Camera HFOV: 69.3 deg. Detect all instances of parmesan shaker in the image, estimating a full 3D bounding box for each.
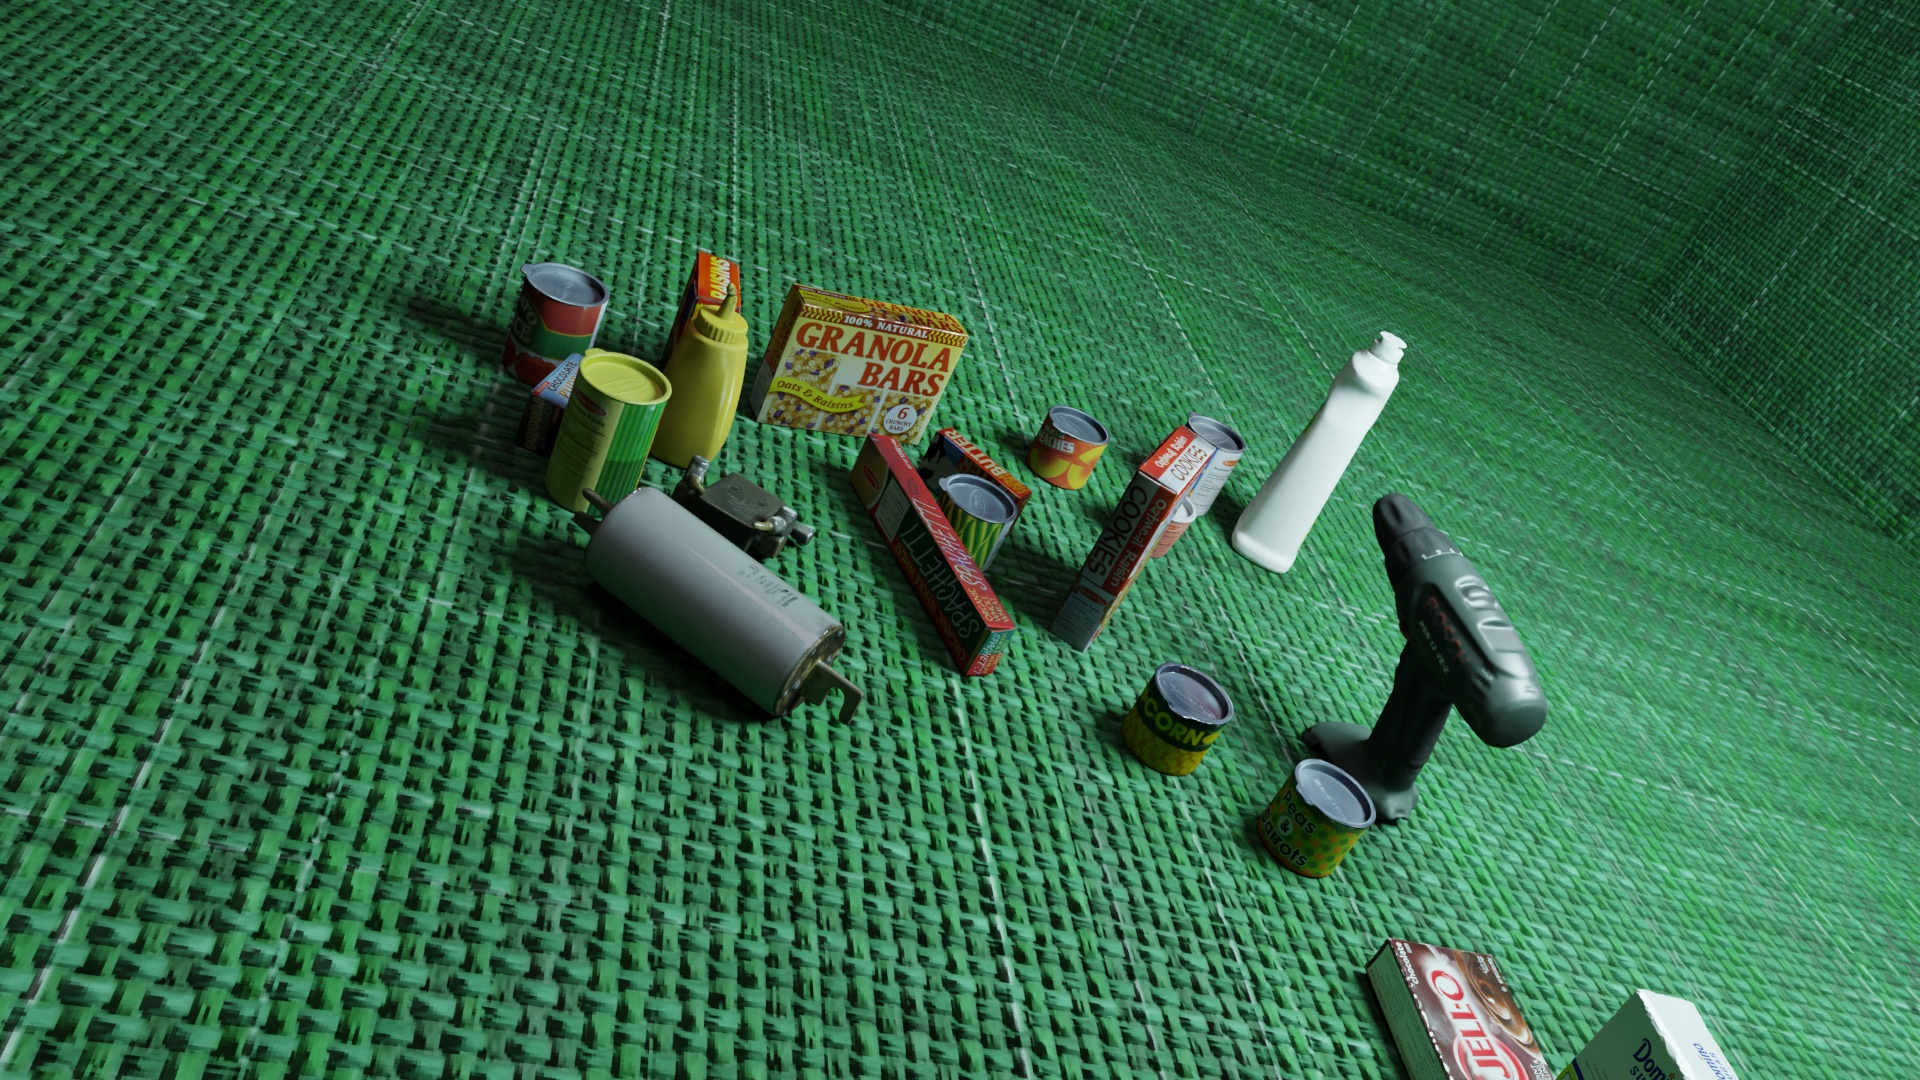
[{"bbox_3d":[-0.259,-0.078,1.010,0.071,0.102,0.072,20,30,-12],"label":"parmesan shaker"}]

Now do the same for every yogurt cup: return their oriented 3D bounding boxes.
[{"bbox_3d":[0.183,-0.020,1.320,0.072,0.053,0.073,20,30,-12],"label":"yogurt cup"}]

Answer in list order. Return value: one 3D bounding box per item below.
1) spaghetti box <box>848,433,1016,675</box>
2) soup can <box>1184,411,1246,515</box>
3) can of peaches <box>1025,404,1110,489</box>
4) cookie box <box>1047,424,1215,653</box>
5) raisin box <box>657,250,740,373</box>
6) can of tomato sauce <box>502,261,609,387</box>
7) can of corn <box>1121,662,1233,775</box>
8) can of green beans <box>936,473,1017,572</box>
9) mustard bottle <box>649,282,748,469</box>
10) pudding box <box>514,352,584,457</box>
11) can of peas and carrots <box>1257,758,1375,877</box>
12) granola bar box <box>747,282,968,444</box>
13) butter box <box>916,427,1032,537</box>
[{"bbox_3d":[-0.027,0.006,1.115,0.029,0.050,0.251,4,37,-34],"label":"spaghetti box"},{"bbox_3d":[0.243,-0.079,1.430,0.071,0.083,0.072,20,30,-12],"label":"soup can"},{"bbox_3d":[0.103,-0.091,1.364,0.071,0.057,0.071,20,30,-12],"label":"can of peaches"},{"bbox_3d":[0.141,-0.003,1.147,0.040,0.166,0.123,32,30,9],"label":"cookie box"},{"bbox_3d":[-0.220,-0.166,1.158,0.040,0.122,0.086,15,31,-20],"label":"raisin box"},{"bbox_3d":[-0.330,-0.173,1.123,0.071,0.082,0.071,20,30,-12],"label":"can of tomato sauce"},{"bbox_3d":[0.163,0.137,1.054,0.071,0.058,0.071,20,30,-12],"label":"can of corn"},{"bbox_3d":[0.006,-0.014,1.166,0.071,0.057,0.071,20,30,-12],"label":"can of green beans"},{"bbox_3d":[-0.198,-0.132,1.085,0.065,0.159,0.049,24,29,-6],"label":"mustard bottle"},{"bbox_3d":[-0.307,-0.105,1.069,0.030,0.049,0.084,25,30,-4],"label":"pudding box"},{"bbox_3d":[0.260,0.205,1.023,0.071,0.058,0.071,20,30,-12],"label":"can of peas and carrots"},{"bbox_3d":[-0.092,-0.155,1.242,0.166,0.123,0.039,6,36,-32],"label":"granola bar box"},{"bbox_3d":[0.011,-0.050,1.232,0.104,0.053,0.024,40,32,21],"label":"butter box"}]
